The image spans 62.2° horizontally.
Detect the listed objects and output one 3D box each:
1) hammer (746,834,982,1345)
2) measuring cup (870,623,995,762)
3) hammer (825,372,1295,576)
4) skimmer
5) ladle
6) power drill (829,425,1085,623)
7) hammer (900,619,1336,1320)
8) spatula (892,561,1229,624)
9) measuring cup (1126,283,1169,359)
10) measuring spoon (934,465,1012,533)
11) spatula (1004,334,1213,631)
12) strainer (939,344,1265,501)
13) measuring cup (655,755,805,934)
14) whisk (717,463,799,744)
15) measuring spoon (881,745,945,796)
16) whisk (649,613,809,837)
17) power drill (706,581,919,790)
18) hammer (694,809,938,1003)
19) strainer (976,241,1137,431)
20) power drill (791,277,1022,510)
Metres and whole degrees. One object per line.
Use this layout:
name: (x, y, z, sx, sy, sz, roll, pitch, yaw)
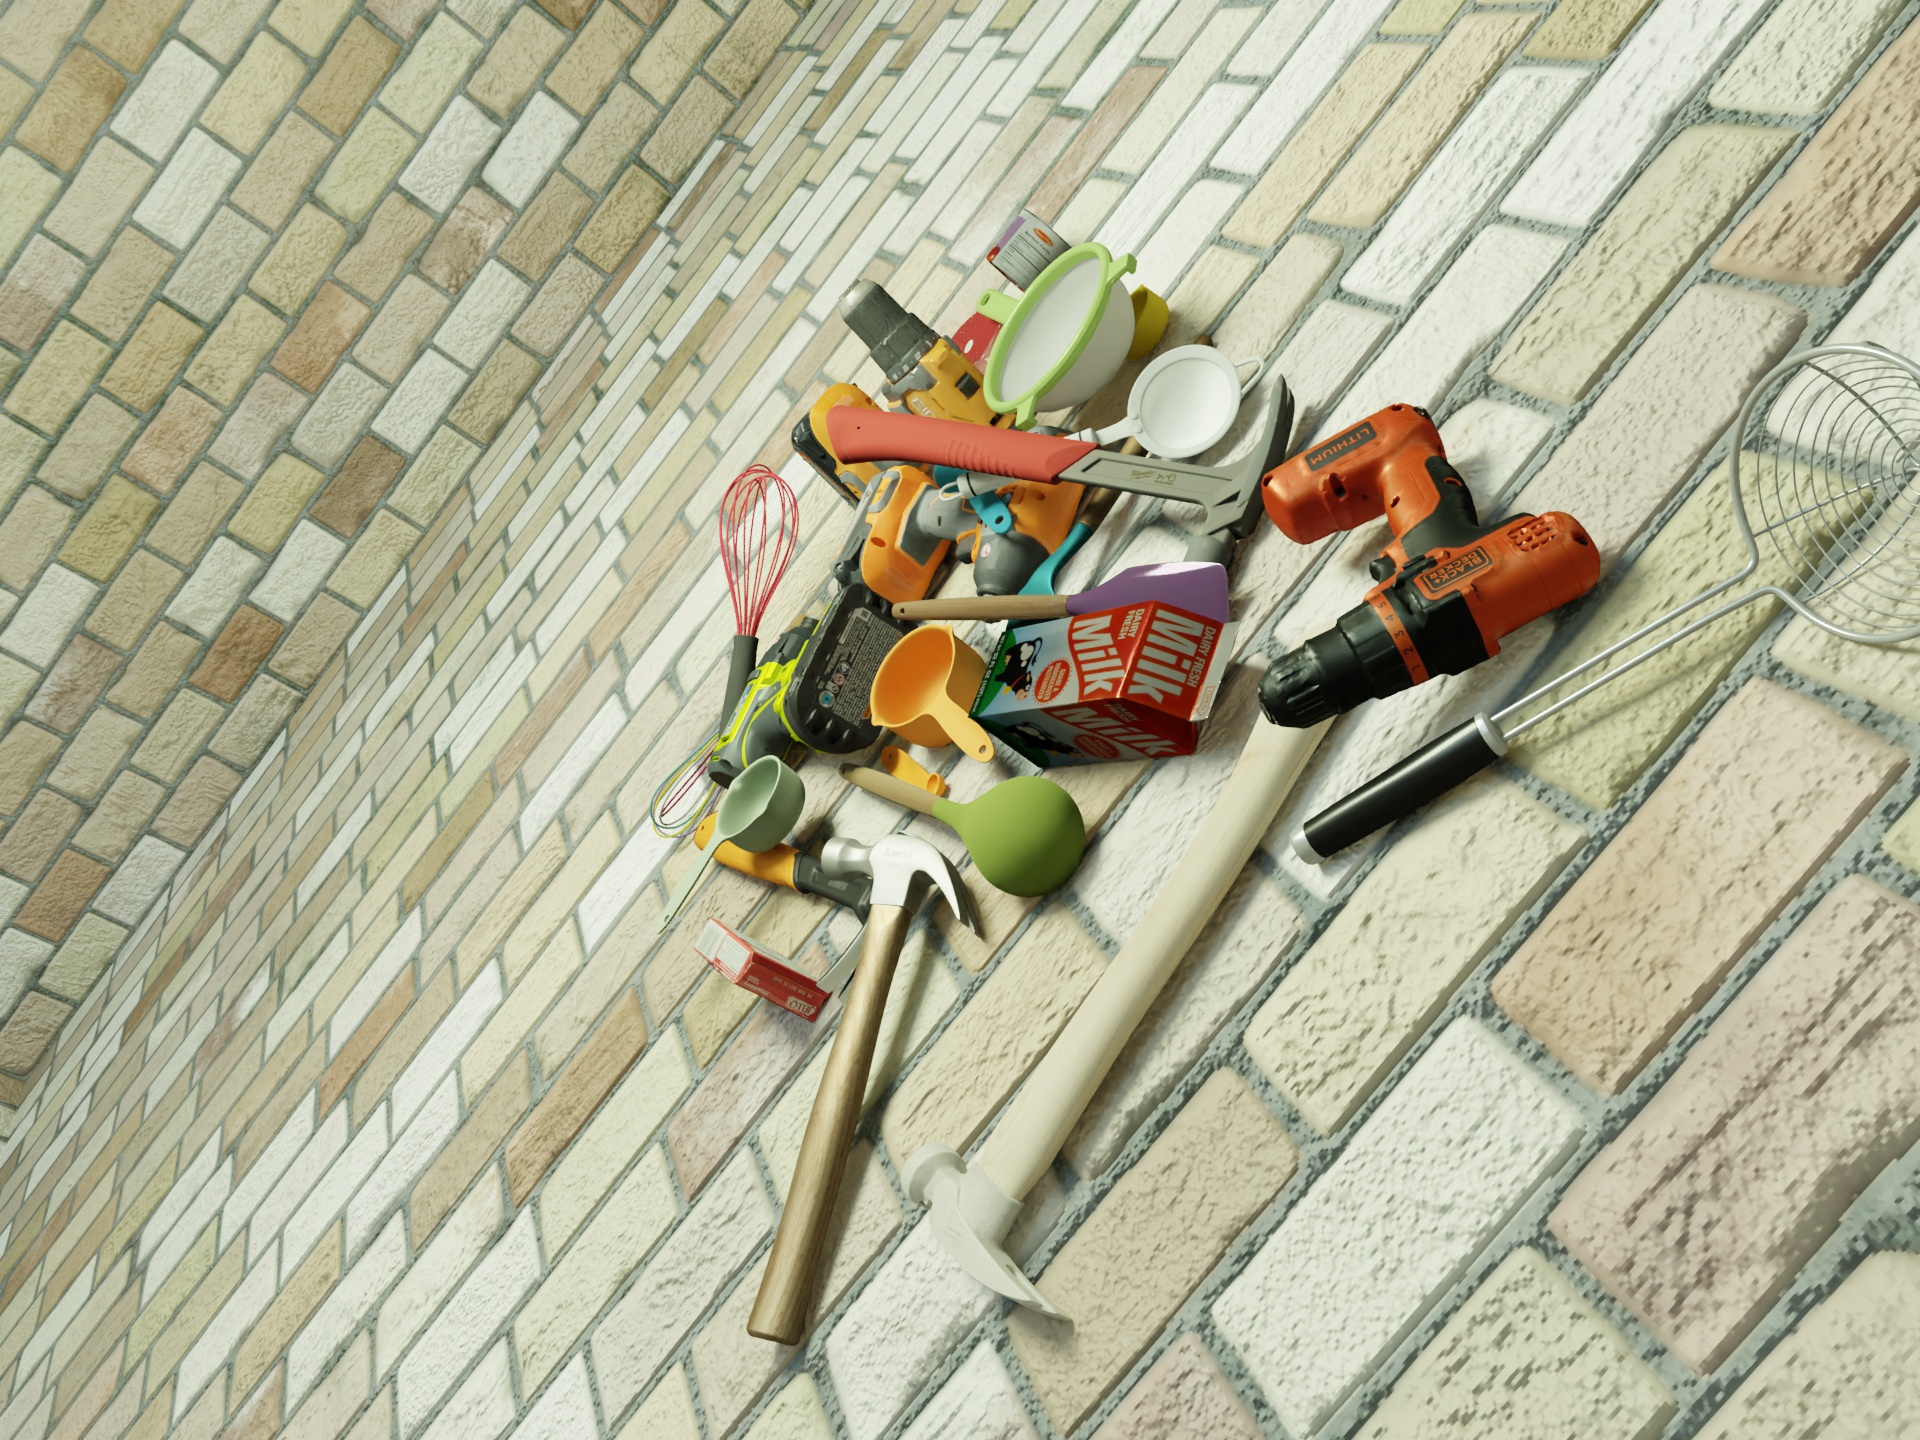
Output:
hammer: (-0.072, 0.230, 1.028, 0.130, 0.031, 0.331, -1, 63, 34)
measuring cup: (-0.002, -0.004, 1.170, 0.095, 0.052, 0.174, -51, 38, 6)
hammer: (0.055, -0.198, 1.143, 0.359, 0.036, 0.149, 16, 76, 32)
skimmer: (0.285, -0.027, 0.733, 0.363, 0.090, 0.127, -37, 65, 32)
ladle: (-0.013, 0.060, 1.125, 0.320, 0.062, 0.078, 15, 96, 64)
power drill: (-0.004, -0.143, 1.282, 0.226, 0.084, 0.164, -4, 57, 49)
hammer: (0.116, 0.125, 0.880, 0.410, 0.038, 0.146, -57, 31, -3)
spatula: (0.060, -0.078, 1.125, 0.316, 0.018, 0.060, 3, 98, 46)
measuring cup: (0.129, -0.321, 1.331, 0.062, 0.029, 0.156, -66, 19, -5)
measuring spoon: (0.009, -0.178, 1.217, 0.042, 0.021, 0.129, -44, 38, 9)
spatula: (0.112, -0.157, 1.186, 0.317, 0.044, 0.082, -57, 28, -13)
strainer: (0.102, -0.207, 1.167, 0.258, 0.050, 0.087, -17, 69, 17)
measuring cup: (-0.181, 0.106, 1.259, 0.167, 0.038, 0.083, -55, 29, -3)
whisk: (-0.193, -0.094, 1.451, 0.073, 0.073, 0.296, -11, 71, 51)
measuring spoon: (-0.036, 0.039, 1.216, 0.117, 0.011, 0.021, 28, 102, 63)
whisk: (-0.212, 0.003, 1.473, 0.245, 0.051, 0.047, -56, 24, -8)
power drill: (-0.125, -0.031, 1.327, 0.223, 0.080, 0.171, -19, 43, 61)
hammer: (-0.137, 0.123, 1.251, 0.337, 0.034, 0.127, 11, 68, 58)
strainer: (0.074, -0.313, 1.299, 0.151, 0.069, 0.257, -57, 25, 10)
power drill: (-0.067, -0.277, 1.383, 0.084, 0.185, 0.226, -53, 17, -25)
